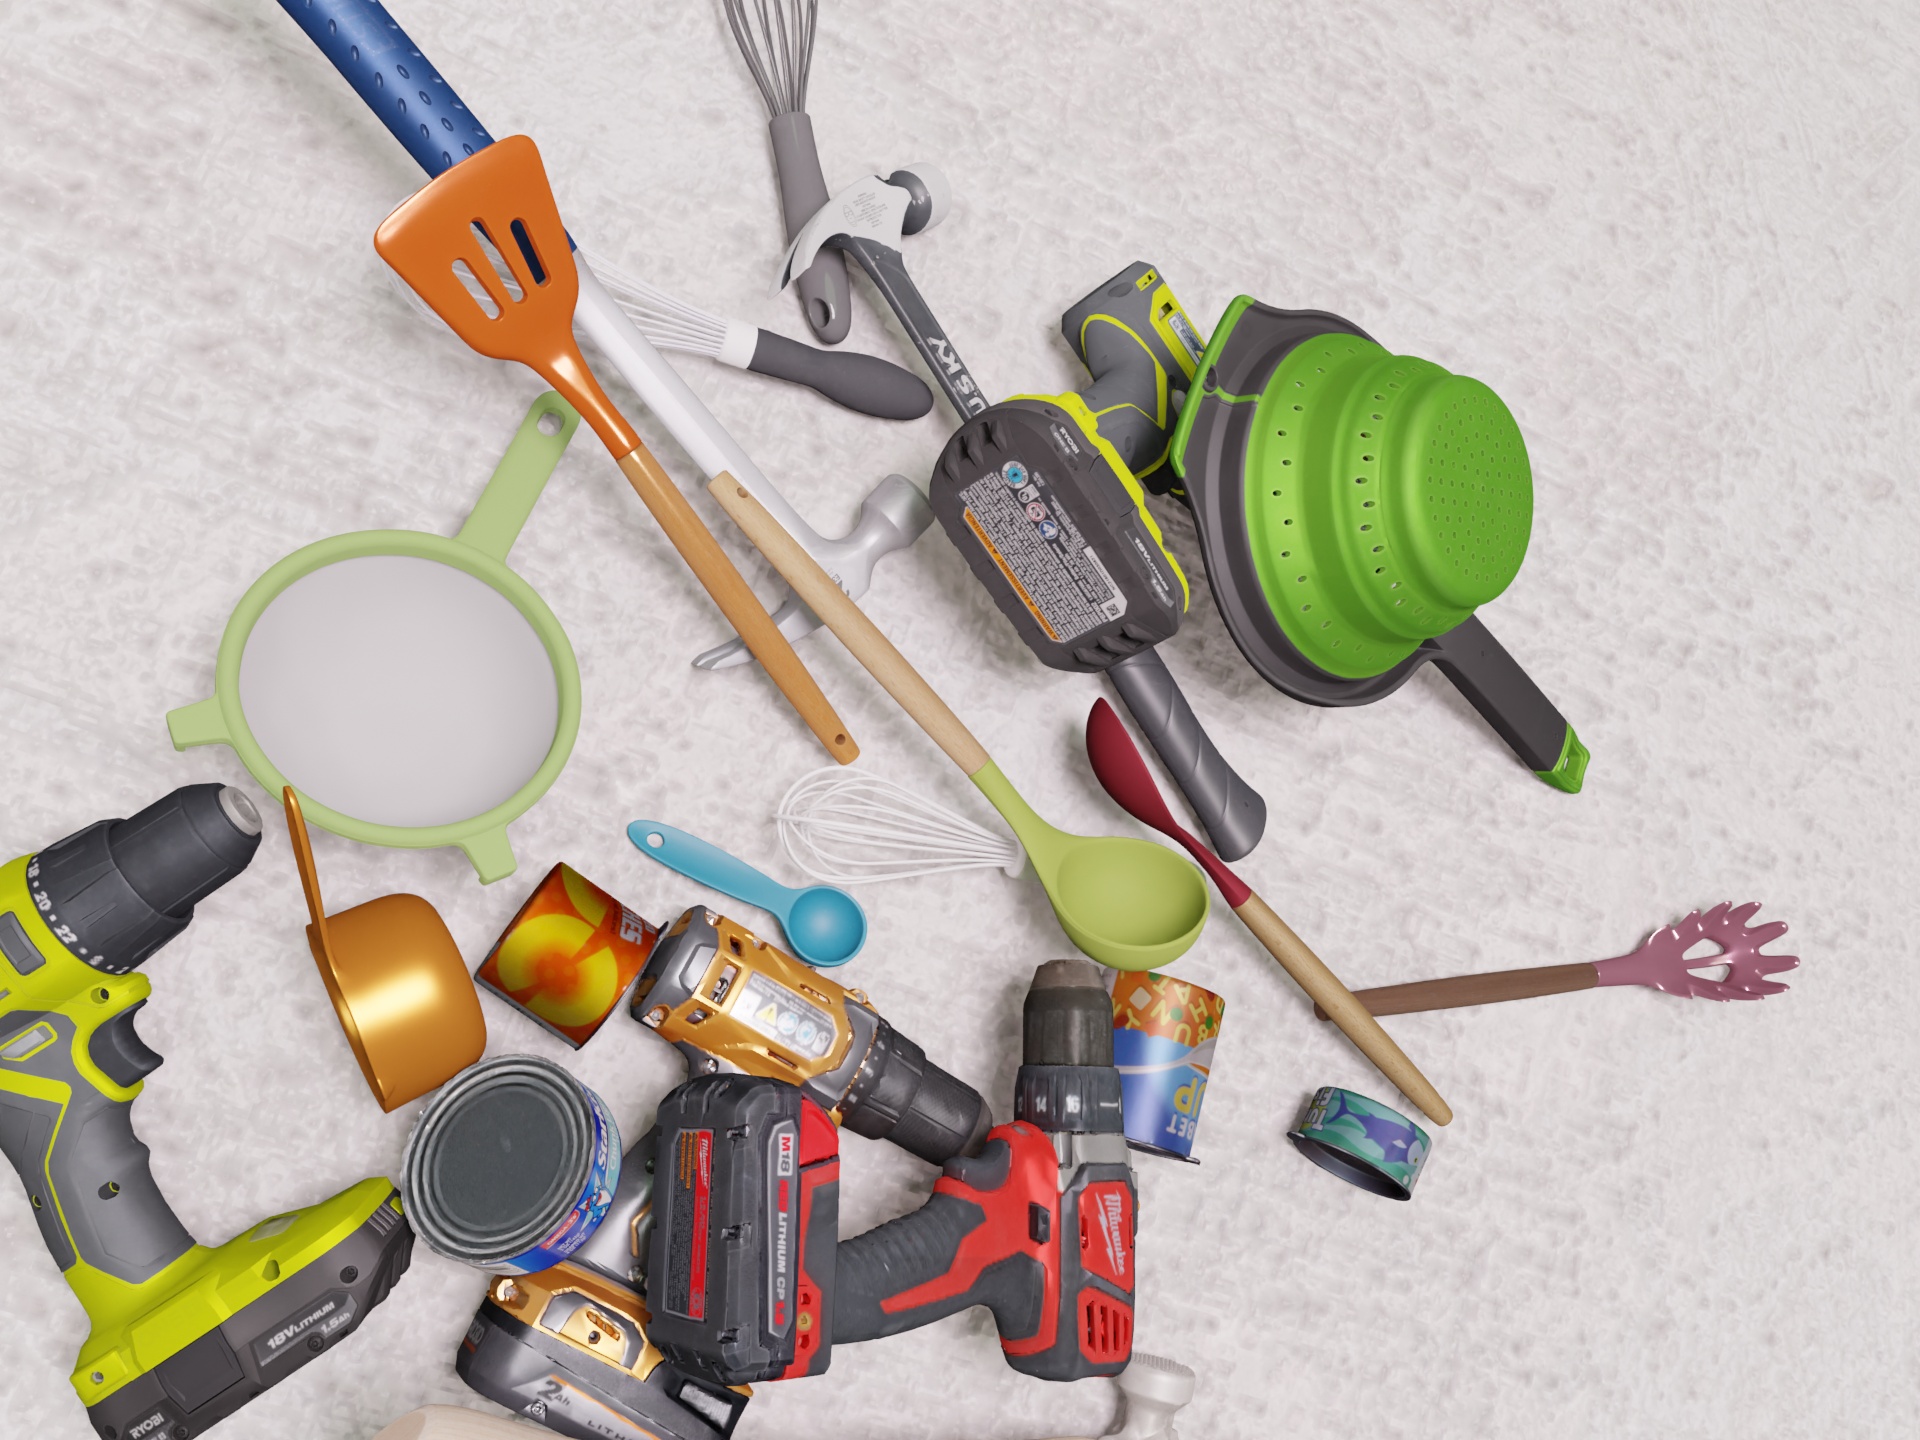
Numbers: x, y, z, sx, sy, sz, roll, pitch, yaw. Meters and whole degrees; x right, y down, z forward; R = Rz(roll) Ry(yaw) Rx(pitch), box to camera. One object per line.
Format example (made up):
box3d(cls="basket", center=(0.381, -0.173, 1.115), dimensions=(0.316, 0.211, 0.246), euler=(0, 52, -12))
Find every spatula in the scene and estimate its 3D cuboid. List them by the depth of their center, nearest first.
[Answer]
box3d(cls="spatula", center=(-0.135, -0.102, 0.724), dimensions=(0.081, 0.041, 0.322), euler=(-41, 113, -15))

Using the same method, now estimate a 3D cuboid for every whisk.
box3d(cls="whisk", center=(-0.143, -0.200, 0.797), dimensions=(0.284, 0.070, 0.070), euler=(13, 77, -22))
box3d(cls="whisk", center=(0.021, 0.068, 0.814), dimensions=(0.246, 0.059, 0.058), euler=(12, 82, -23))
box3d(cls="whisk", center=(-0.087, -0.316, 0.842), dimensions=(0.055, 0.055, 0.239), euler=(-11, 89, -21))

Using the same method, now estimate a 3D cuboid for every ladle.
box3d(cls="ladle", center=(-0.001, -0.002, 0.762), dimensions=(0.320, 0.062, 0.078), euler=(48, 42, -8))
box3d(cls="ladle", center=(0.164, 0.110, 0.840), dimensions=(0.031, 0.069, 0.315), euler=(-42, 105, 3))

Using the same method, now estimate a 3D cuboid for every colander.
box3d(cls="colander", center=(0.270, -0.068, 0.833), dimensions=(0.396, 0.094, 0.205), euler=(38, 66, -34))

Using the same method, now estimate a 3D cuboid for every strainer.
box3d(cls="strainer", center=(-0.238, -0.047, 0.739), dimensions=(0.151, 0.069, 0.257), euler=(26, 55, -14))

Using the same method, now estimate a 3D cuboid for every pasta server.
box3d(cls="pasta server", center=(0.348, 0.149, 0.923), dimensions=(0.316, 0.040, 0.060), euler=(-3, 70, -19))

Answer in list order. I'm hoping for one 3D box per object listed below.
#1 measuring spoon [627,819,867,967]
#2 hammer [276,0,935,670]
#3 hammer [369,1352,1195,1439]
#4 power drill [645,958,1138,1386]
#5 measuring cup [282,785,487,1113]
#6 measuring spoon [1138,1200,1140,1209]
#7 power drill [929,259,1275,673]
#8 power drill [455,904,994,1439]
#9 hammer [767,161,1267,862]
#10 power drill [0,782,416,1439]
box3d(cls="measuring spoon", center=(-0.107, 0.084, 0.783), dimensions=(0.128, 0.021, 0.042), euler=(28, 55, -4))
box3d(cls="hammer", center=(-0.182, -0.196, 0.730), dimensions=(0.144, 0.035, 0.405), euler=(-46, 114, -14))
box3d(cls="hammer", center=(-0.057, 0.339, 0.672), dimensions=(0.410, 0.038, 0.146), euler=(20, 77, -36))
box3d(cls="power drill", center=(-0.015, 0.195, 0.699), dimensions=(0.226, 0.080, 0.188), euler=(10, 73, -33))
box3d(cls="measuring cup", center=(-0.239, 0.086, 0.660), dimensions=(0.052, 0.173, 0.095), euler=(-21, 45, -28))
box3d(cls="measuring spoon", center=(0.039, 0.247, 0.809), dimensions=(0.116, 0.011, 0.021), euler=(6, 78, -23))
box3d(cls="power drill", center=(0.090, -0.126, 0.816), dimensions=(0.171, 0.080, 0.223), euler=(54, 40, -11))
box3d(cls="power drill", center=(-0.099, 0.223, 0.728), dimensions=(0.185, 0.084, 0.226), euler=(33, 67, -14))
box3d(cls="hammer", center=(0.045, -0.100, 0.838), dimensions=(0.409, 0.036, 0.149), euler=(57, 42, -7))
box3d(cls="power drill", center=(-0.322, 0.154, 0.636), dimensions=(0.190, 0.080, 0.228), euler=(-33, 93, -3))
